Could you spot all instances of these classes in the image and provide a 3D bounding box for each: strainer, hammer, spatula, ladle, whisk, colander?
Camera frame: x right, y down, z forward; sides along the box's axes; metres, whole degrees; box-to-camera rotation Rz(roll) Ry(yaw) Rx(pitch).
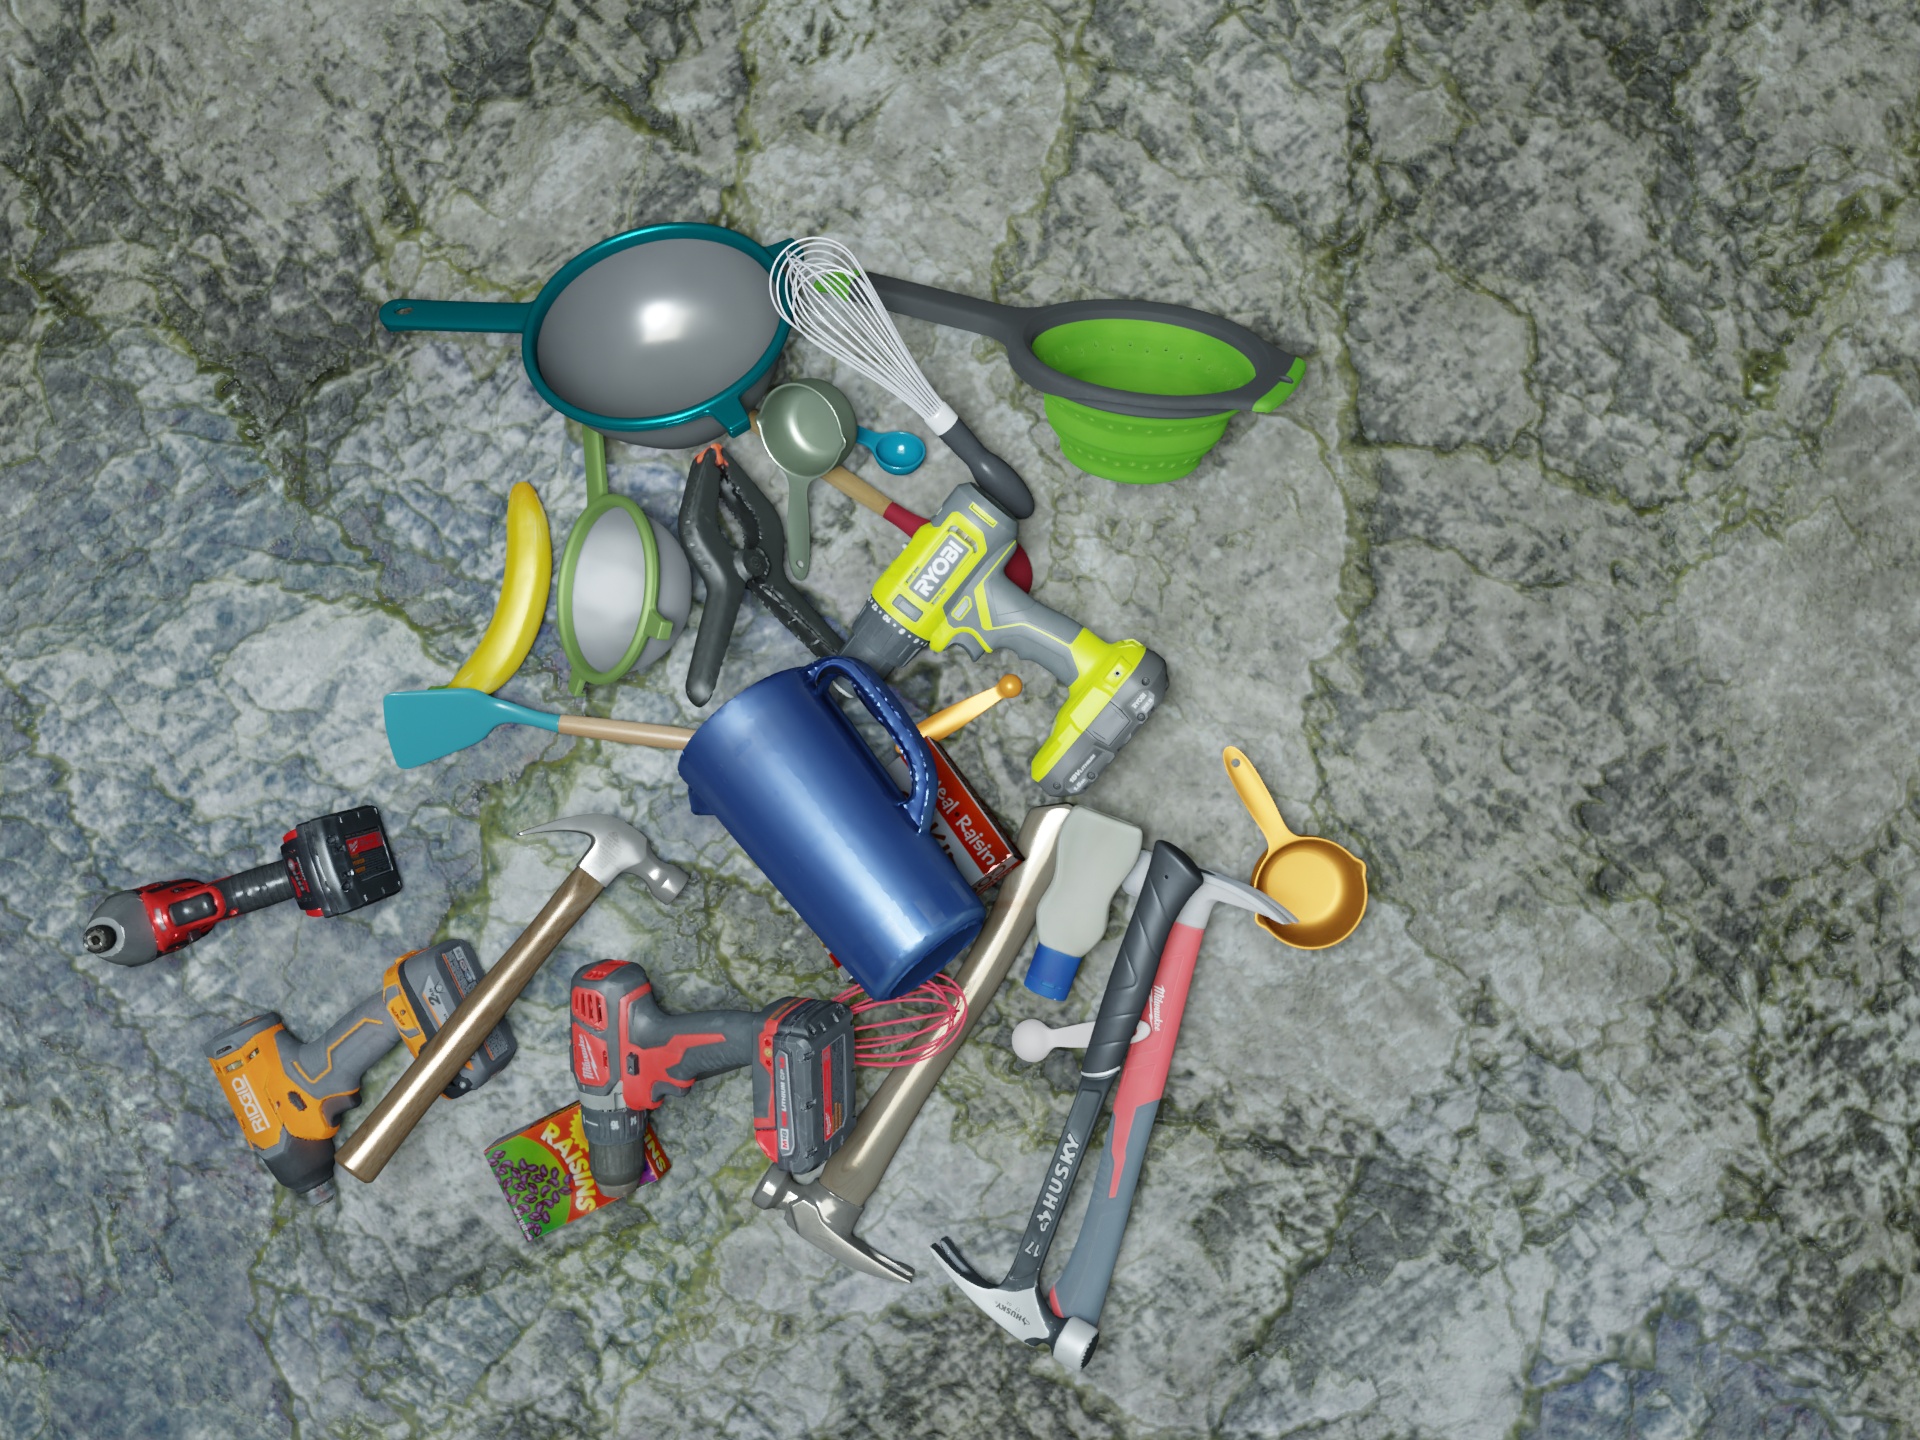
[{"bbox_3d":[-0.290,-0.290,1.262,0.340,0.095,0.211,5,61,12],"label":"strainer"},{"bbox_3d":[-0.003,0.252,1.282,0.146,0.038,0.410,31,92,2],"label":"hammer"},{"bbox_3d":[-0.303,0.014,1.295,0.317,0.044,0.082,6,130,1],"label":"spatula"},{"bbox_3d":[-0.079,-0.186,1.289,0.315,0.031,0.069,34,93,5],"label":"ladle"},{"bbox_3d":[0.098,0.286,1.231,0.149,0.036,0.409,22,98,24],"label":"hammer"},{"bbox_3d":[-0.129,0.253,1.257,0.296,0.073,0.073,-16,90,20],"label":"whisk"},{"bbox_3d":[0.151,0.306,1.247,0.143,0.038,0.386,17,96,35],"label":"hammer"},{"bbox_3d":[-0.267,-0.151,1.285,0.151,0.069,0.256,-27,66,45],"label":"strainer"},{"bbox_3d":[-0.036,-0.257,1.225,0.070,0.070,0.284,-45,115,3],"label":"whisk"},{"bbox_3d":[-0.364,0.211,1.241,0.130,0.031,0.331,41,72,-10],"label":"hammer"},{"bbox_3d":[0.062,-0.268,1.243,0.397,0.204,0.094,19,127,19],"label":"colander"}]

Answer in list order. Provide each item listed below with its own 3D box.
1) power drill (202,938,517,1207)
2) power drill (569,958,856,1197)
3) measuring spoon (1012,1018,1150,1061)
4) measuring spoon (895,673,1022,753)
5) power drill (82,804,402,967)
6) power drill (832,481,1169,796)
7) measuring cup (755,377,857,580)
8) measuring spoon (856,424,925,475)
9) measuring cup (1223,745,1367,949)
[{"bbox_3d":[-0.484,0.289,1.295,0.226,0.084,0.164,-25,91,7],"label":"power drill"},{"bbox_3d":[-0.197,0.286,1.214,0.227,0.080,0.188,4,101,22],"label":"power drill"},{"bbox_3d":[0.092,0.250,1.257,0.124,0.018,0.034,-13,79,31],"label":"measuring spoon"},{"bbox_3d":[-0.002,-0.004,1.290,0.117,0.011,0.021,-29,88,4],"label":"measuring spoon"},{"bbox_3d":[-0.577,0.139,1.268,0.219,0.143,0.078,-17,92,2],"label":"power drill"},{"bbox_3d":[0.028,-0.046,1.241,0.228,0.080,0.190,39,102,-3],"label":"power drill"},{"bbox_3d":[-0.120,-0.193,1.271,0.083,0.038,0.167,18,124,21],"label":"measuring cup"},{"bbox_3d":[-0.089,-0.228,1.293,0.128,0.021,0.042,22,55,12],"label":"measuring spoon"},{"bbox_3d":[0.252,0.097,1.255,0.095,0.052,0.173,-29,87,4],"label":"measuring cup"}]
